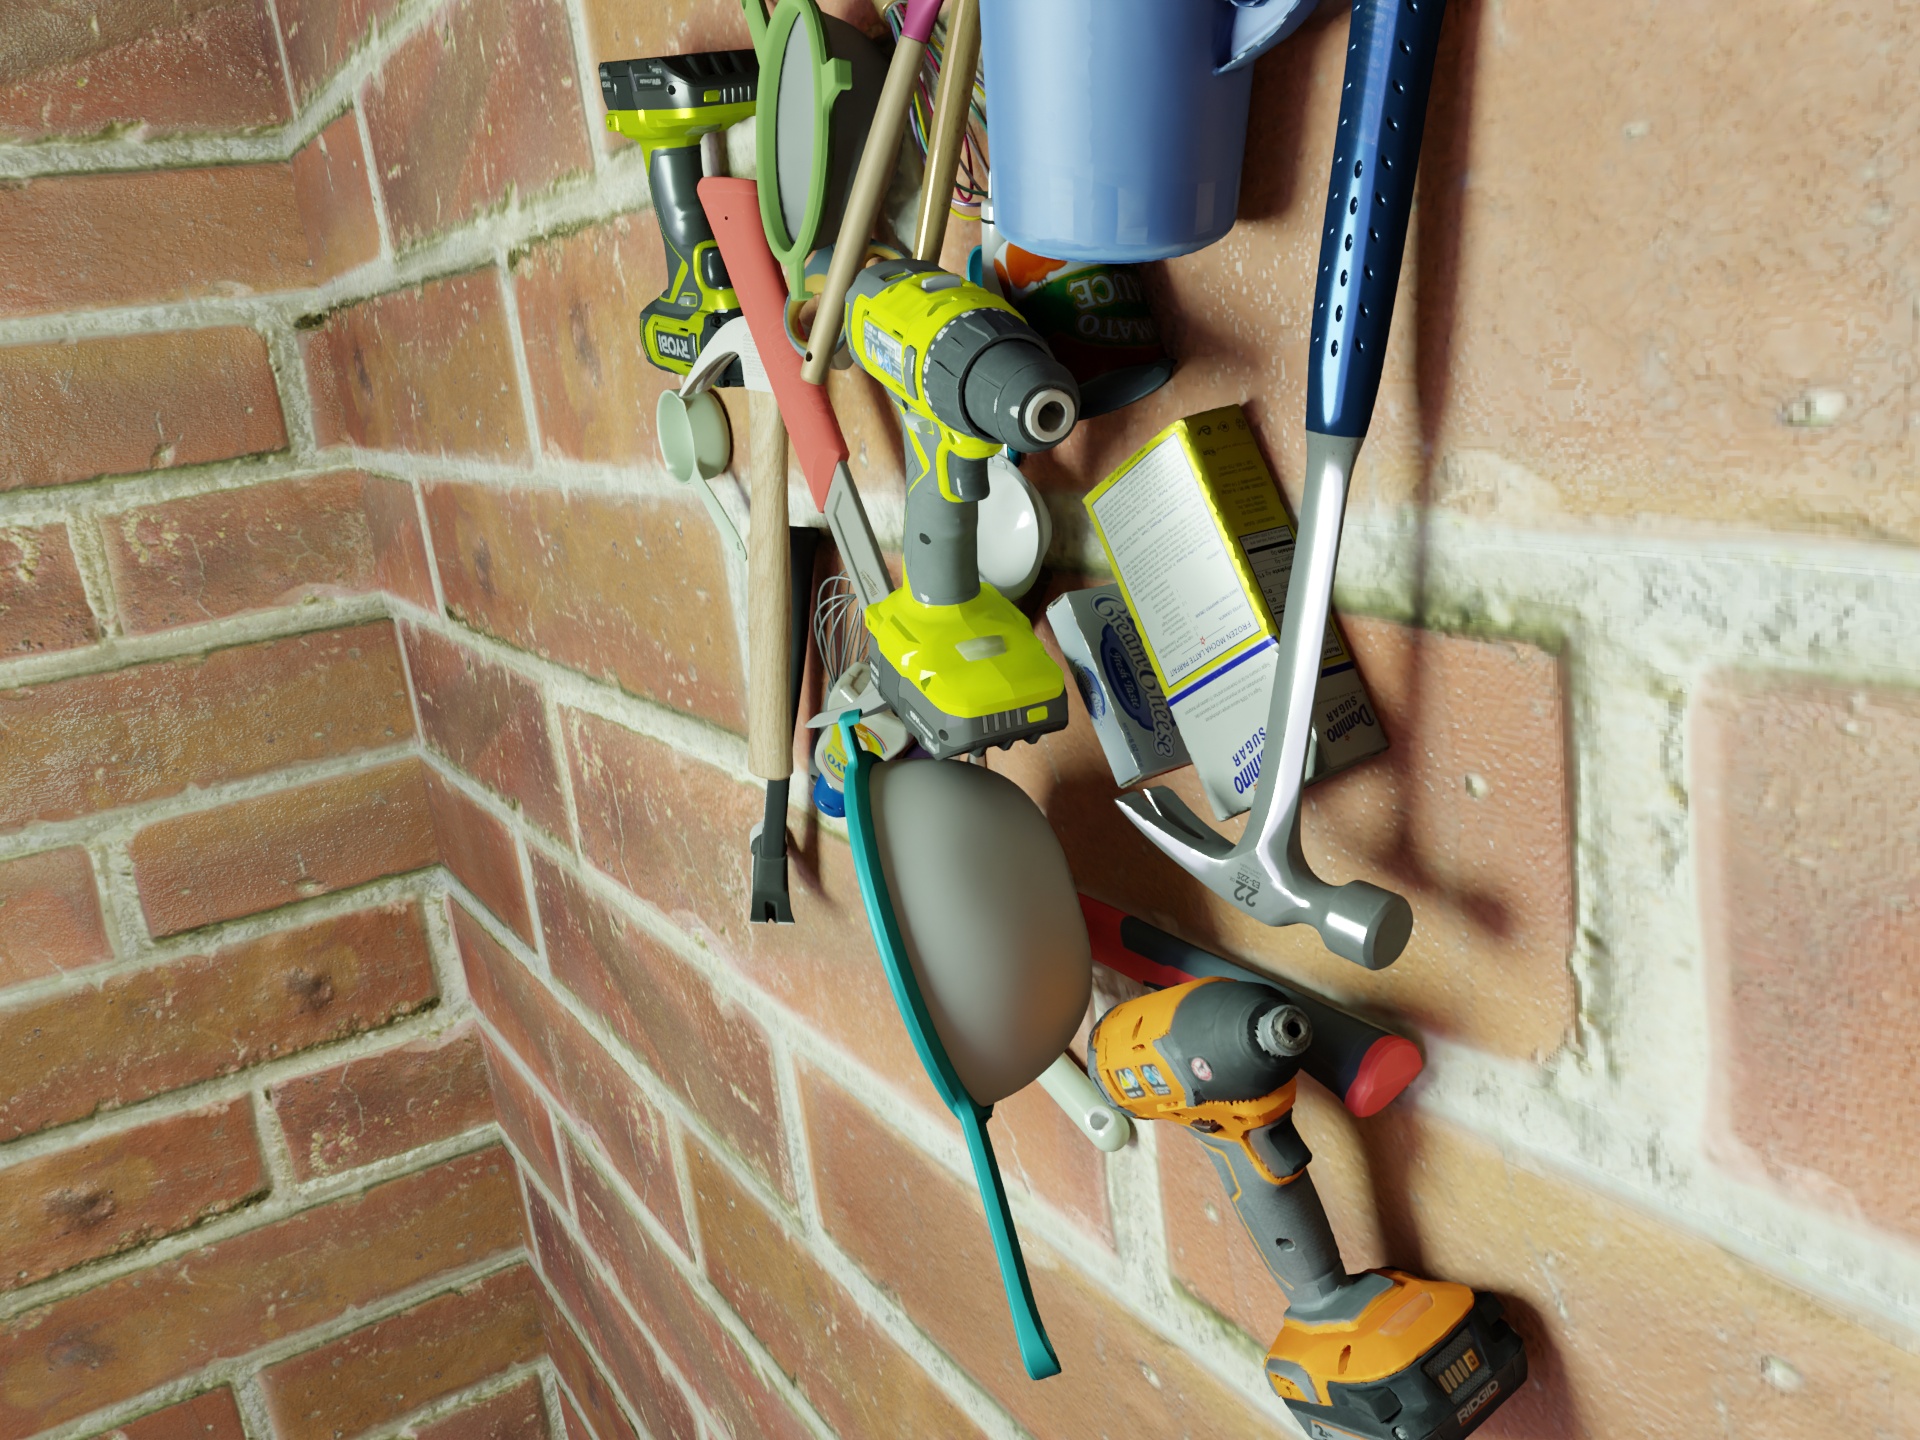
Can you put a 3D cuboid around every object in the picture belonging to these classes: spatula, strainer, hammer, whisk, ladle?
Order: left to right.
[{"bbox_3d":[-0.136,-0.116,1.114,0.130,0.031,0.331,14,112,28],"label":"hammer"},{"bbox_3d":[-0.136,0.004,1.224,0.146,0.035,0.334,-103,19,-59],"label":"hammer"},{"bbox_3d":[-0.099,-0.179,1.009,0.149,0.036,0.359,-28,78,38],"label":"hammer"},{"bbox_3d":[-0.084,-0.382,0.962,0.151,0.069,0.257,109,152,-47],"label":"strainer"},{"bbox_3d":[-0.088,-0.023,1.149,0.055,0.055,0.238,58,152,28],"label":"whisk"},{"bbox_3d":[-0.029,-0.373,0.877,0.245,0.051,0.047,67,156,21],"label":"whisk"},{"bbox_3d":[-0.002,-0.003,1.030,0.315,0.018,0.060,121,141,-53],"label":"spatula"},{"bbox_3d":[0.007,-0.363,0.775,0.069,0.031,0.315,26,118,30],"label":"ladle"},{"bbox_3d":[0.024,-0.168,0.860,0.087,0.050,0.258,32,135,42],"label":"strainer"},{"bbox_3d":[0.030,0.196,1.052,0.247,0.058,0.059,43,173,40],"label":"whisk"},{"bbox_3d":[0.032,0.154,0.823,0.210,0.095,0.341,62,-171,-56],"label":"strainer"},{"bbox_3d":[0.100,0.115,0.887,0.386,0.038,0.143,17,117,57],"label":"hammer"},{"bbox_3d":[0.144,-0.107,0.644,0.144,0.035,0.405,23,117,43],"label":"hammer"}]

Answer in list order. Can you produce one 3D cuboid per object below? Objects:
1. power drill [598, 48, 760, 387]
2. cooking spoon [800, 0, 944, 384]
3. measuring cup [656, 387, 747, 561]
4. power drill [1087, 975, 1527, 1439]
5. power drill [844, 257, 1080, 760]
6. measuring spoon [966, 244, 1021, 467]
[{"bbox_3d":[-0.180,-0.350,1.124,0.171,0.080,0.223,26,129,49],"label":"power drill"},{"bbox_3d":[-0.032,-0.329,0.830,0.069,0.017,0.318,32,113,30],"label":"cooking spoon"},{"bbox_3d":[-0.192,-0.194,1.260,0.168,0.038,0.083,60,148,22],"label":"measuring cup"},{"bbox_3d":[0.158,0.222,0.736,0.226,0.084,0.164,58,156,6],"label":"power drill"},{"bbox_3d":[0.005,-0.100,0.789,0.191,0.080,0.228,-131,33,-54],"label":"power drill"},{"bbox_3d":[0.029,-0.203,0.888,0.042,0.021,0.128,35,142,50],"label":"measuring spoon"}]
